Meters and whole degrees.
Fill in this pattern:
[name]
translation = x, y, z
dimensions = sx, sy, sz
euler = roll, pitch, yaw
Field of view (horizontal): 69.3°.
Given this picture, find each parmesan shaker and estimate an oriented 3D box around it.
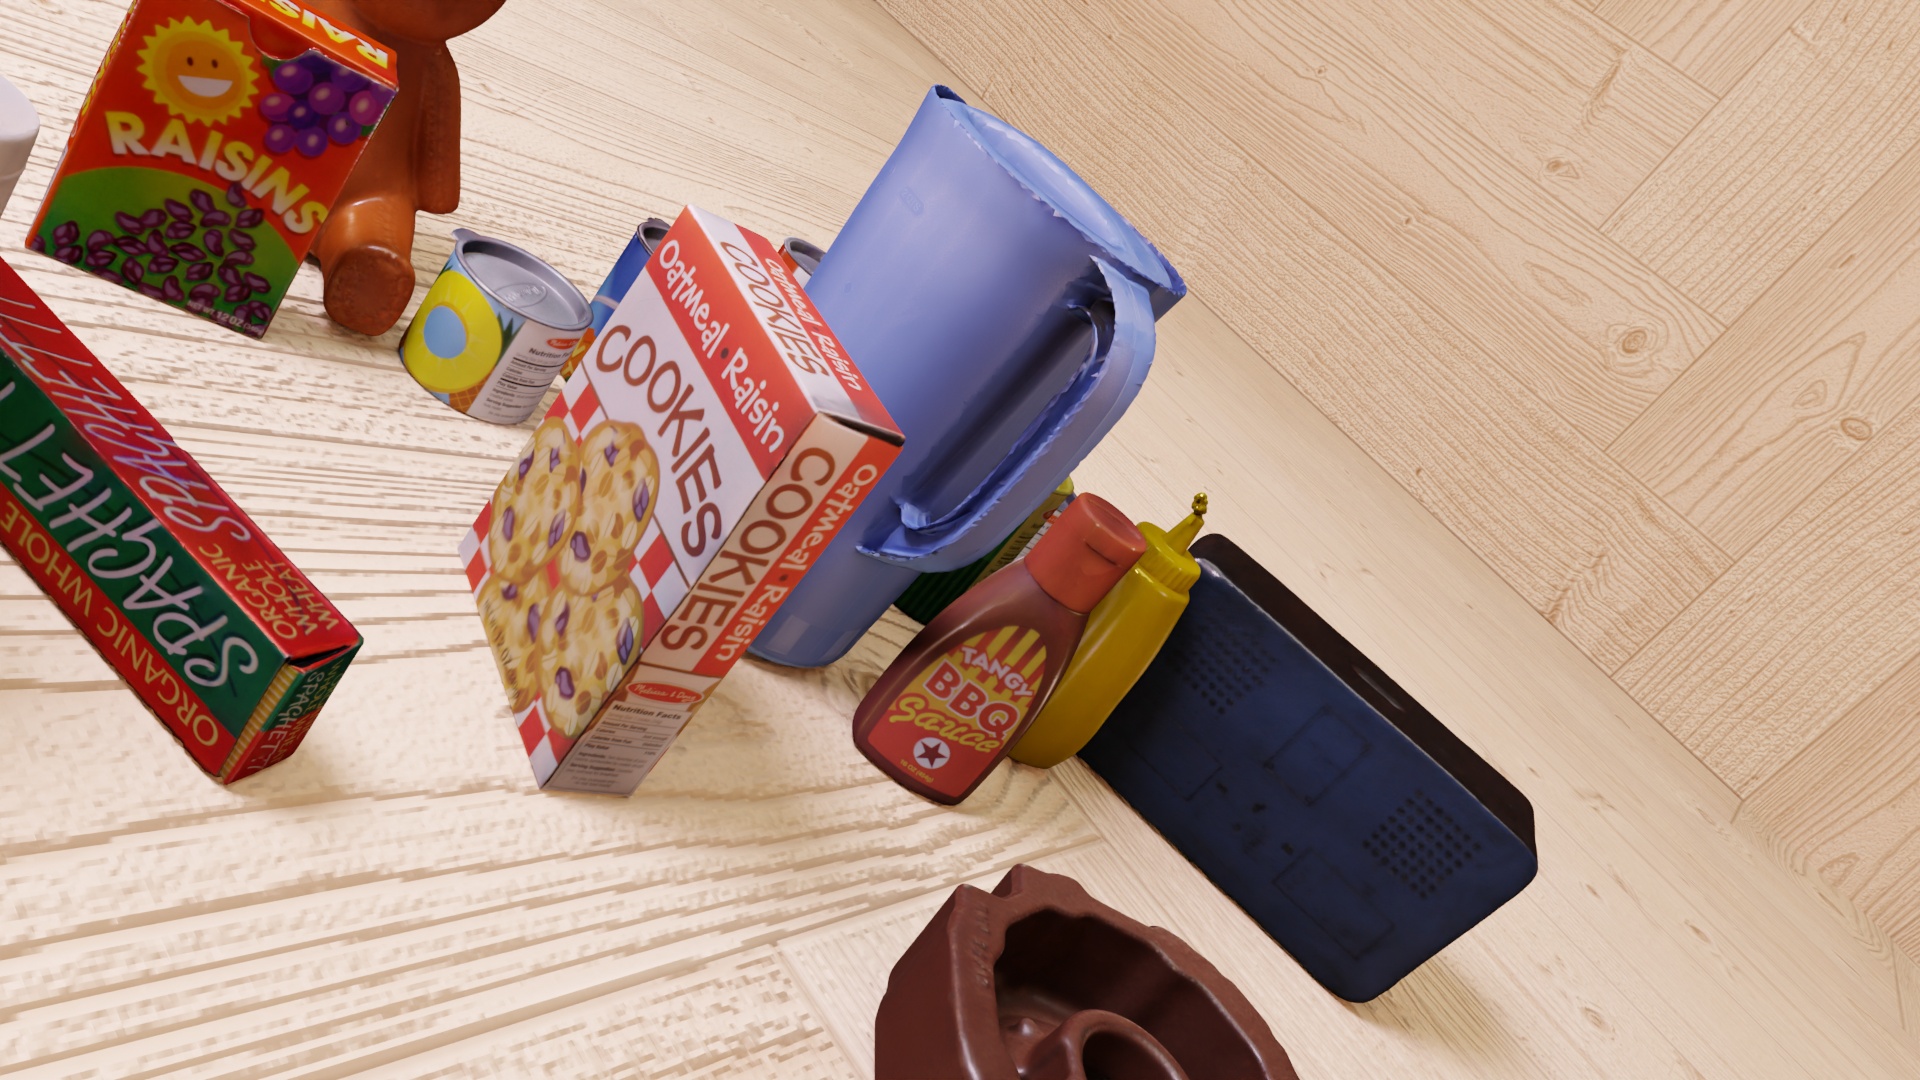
[parmesan shaker]
translation = 0.003, -0.009, 0.746
dimensions = 0.071, 0.102, 0.071
euler = 34, 21, -15

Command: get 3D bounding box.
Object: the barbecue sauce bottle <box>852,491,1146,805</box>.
[barbecue sauce bottle]
translation = 0.019, 0.045, 0.595
dimensions = 0.065, 0.148, 0.044
euler = 35, 20, -12

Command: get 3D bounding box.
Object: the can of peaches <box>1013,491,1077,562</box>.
[can of peaches]
translation = 0.034, -0.020, 0.886
dimensions = 0.071, 0.058, 0.071
euler = 34, 21, -15

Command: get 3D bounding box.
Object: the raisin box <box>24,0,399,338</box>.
[raisin box]
translation = -0.279, -0.148, 0.521
dimensions = 0.086, 0.123, 0.040
euler = 25, 24, -35

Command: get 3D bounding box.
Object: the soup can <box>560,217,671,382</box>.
[soup can]
translation = -0.158, -0.111, 0.709
dimensions = 0.071, 0.083, 0.071
euler = 34, 21, -15

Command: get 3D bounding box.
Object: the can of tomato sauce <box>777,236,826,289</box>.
[can of tomato sauce]
translation = -0.103, -0.134, 0.854
dimensions = 0.071, 0.083, 0.071
euler = 34, 21, -15

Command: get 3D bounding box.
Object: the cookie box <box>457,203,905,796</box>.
[cookie box]
translation = -0.103, -0.014, 0.479
dimensions = 0.040, 0.167, 0.123
euler = 18, 29, -45

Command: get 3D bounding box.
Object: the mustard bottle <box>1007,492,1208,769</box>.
[mustard bottle]
translation = 0.072, 0.040, 0.679
dimensions = 0.049, 0.159, 0.065
euler = 27, 23, -31

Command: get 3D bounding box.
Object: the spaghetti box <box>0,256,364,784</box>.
[spaghetti box]
translation = -0.271, -0.034, 0.402
dimensions = 0.250, 0.050, 0.029
euler = 43, 20, 10

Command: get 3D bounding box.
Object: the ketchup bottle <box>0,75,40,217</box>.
[ketchup bottle]
translation = -0.251, -0.040, 0.307
dimensions = 0.065, 0.148, 0.044
euler = 40, 20, 2

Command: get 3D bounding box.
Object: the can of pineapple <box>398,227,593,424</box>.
[can of pineapple]
translation = -0.210, -0.096, 0.625
dimensions = 0.071, 0.057, 0.071
euler = 34, 21, -15

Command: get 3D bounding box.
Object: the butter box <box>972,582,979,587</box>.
[butter box]
translation = 0.026, 0.047, 0.740
dimensions = 0.024, 0.053, 0.103
euler = 48, 22, 23
